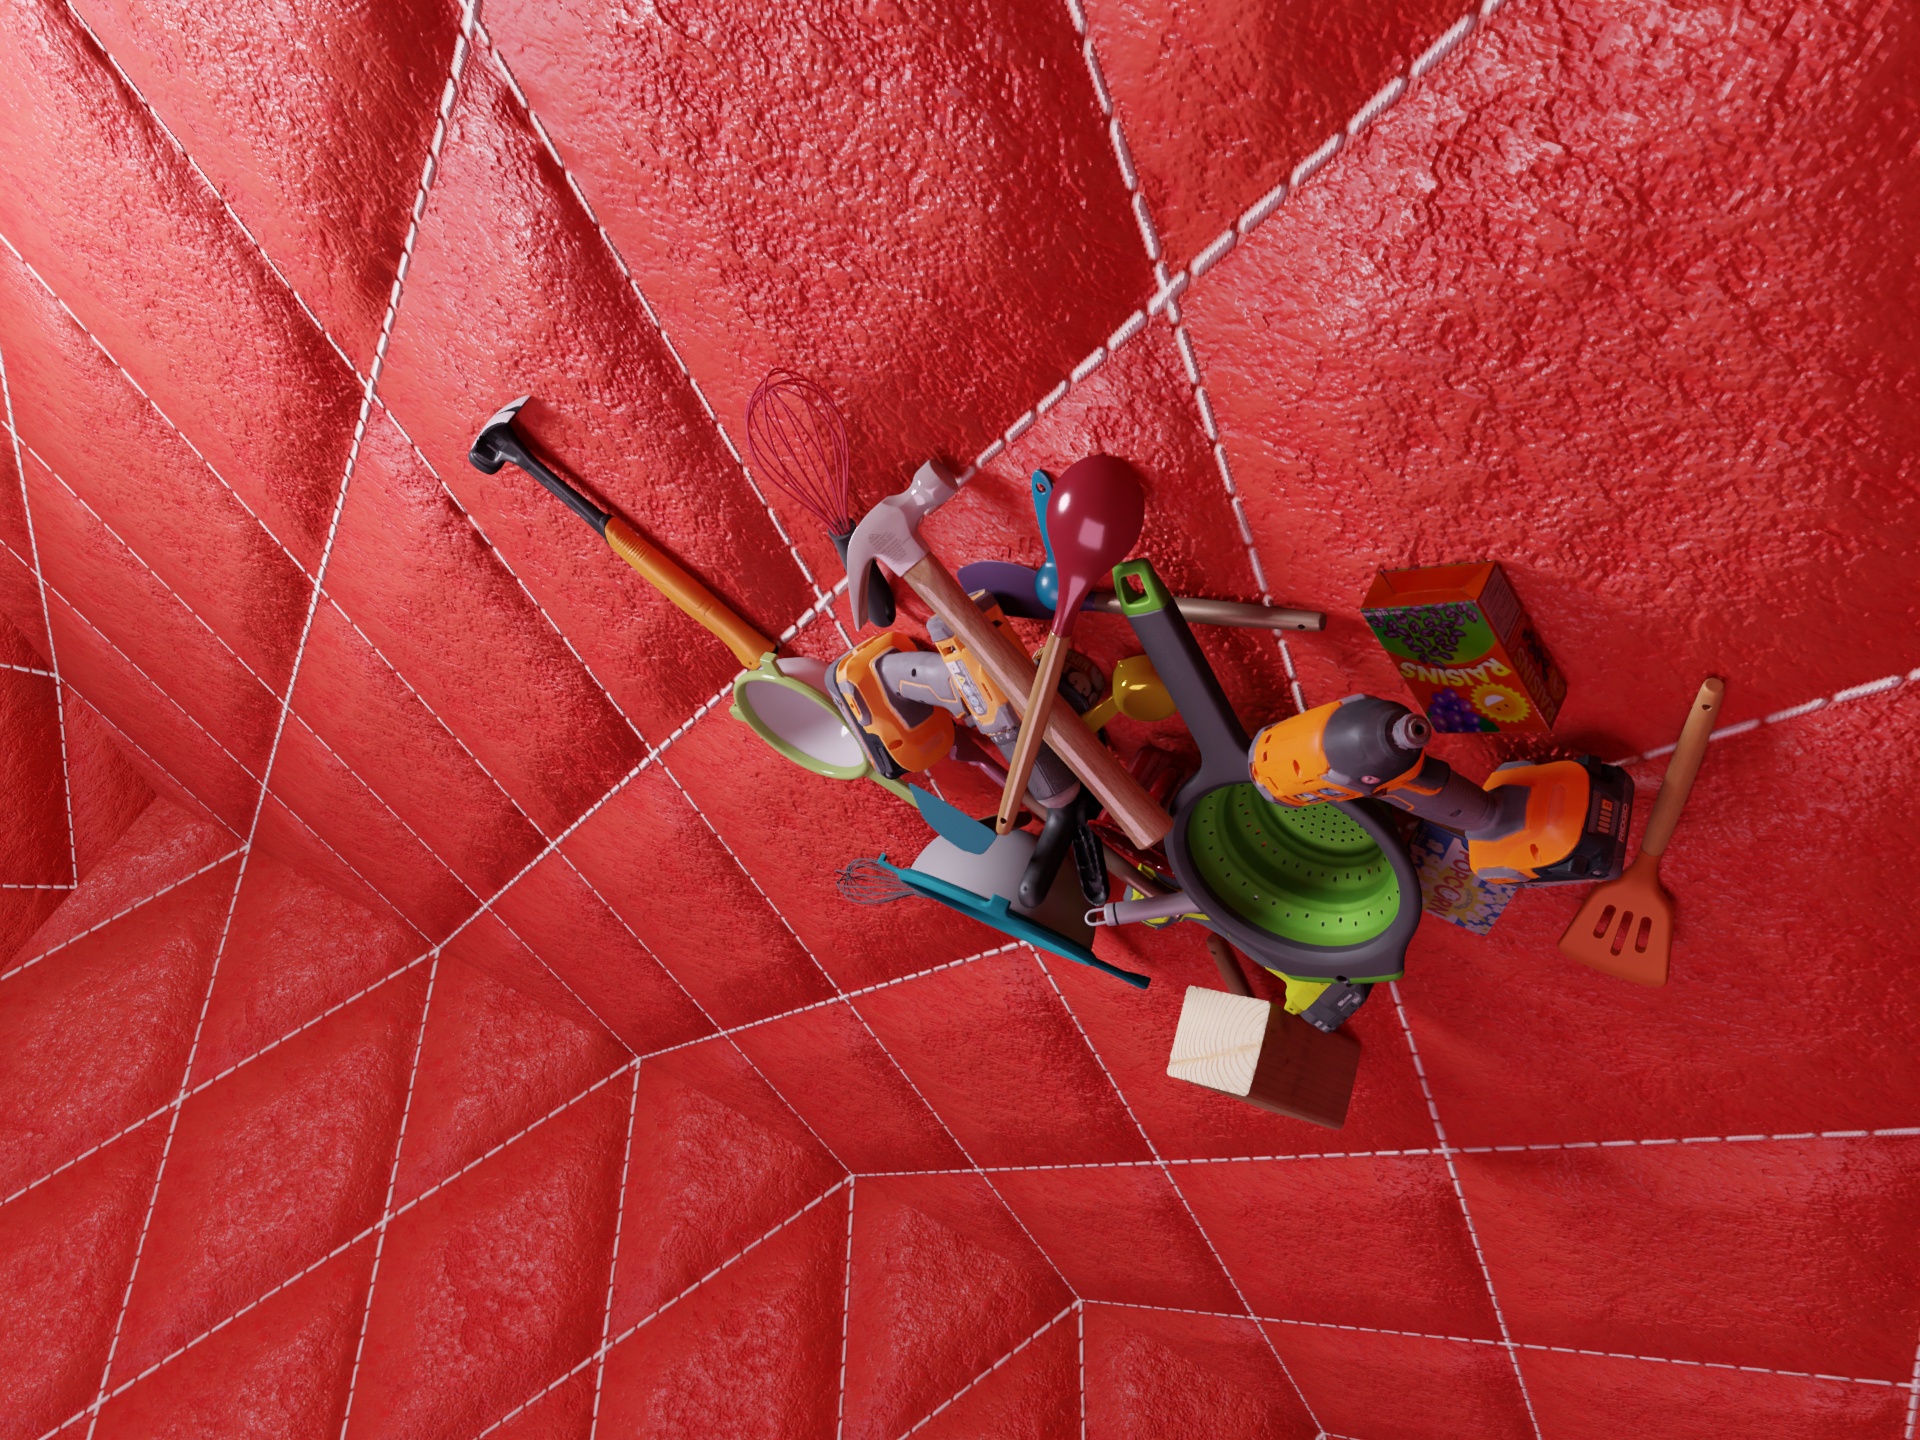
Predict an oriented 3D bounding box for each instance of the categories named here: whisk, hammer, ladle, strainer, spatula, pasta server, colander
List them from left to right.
[{"bbox_3d":[-0.301,-0.162,1.473,0.336,0.034,0.127,40,152,-17],"label":"hammer"},{"bbox_3d":[-0.099,-0.164,1.247,0.073,0.073,0.295,17,154,26],"label":"whisk"},{"bbox_3d":[-0.091,0.014,1.510,0.256,0.069,0.151,33,152,-6],"label":"strainer"},{"bbox_3d":[-0.046,0.184,1.771,0.239,0.055,0.055,1,140,37],"label":"whisk"},{"bbox_3d":[0.026,0.086,1.398,0.082,0.044,0.317,29,-173,14],"label":"spatula"},{"bbox_3d":[0.040,-0.031,1.202,0.130,0.031,0.331,-39,96,21],"label":"hammer"},{"bbox_3d":[0.069,0.084,1.436,0.316,0.040,0.060,37,-175,17],"label":"pasta server"},{"bbox_3d":[0.065,-0.043,1.148,0.069,0.031,0.315,25,124,16],"label":"ladle"},{"bbox_3d":[0.095,0.181,1.593,0.340,0.095,0.211,30,170,-38],"label":"strainer"},{"bbox_3d":[0.124,-0.088,1.186,0.316,0.018,0.059,10,141,37],"label":"spatula"},{"bbox_3d":[0.230,0.144,1.328,0.258,0.087,0.050,-11,160,13],"label":"strainer"},{"bbox_3d":[0.229,0.025,1.199,0.204,0.094,0.396,-9,122,43],"label":"colander"},{"bbox_3d":[0.476,0.081,1.086,0.081,0.041,0.322,20,149,23],"label":"spatula"}]

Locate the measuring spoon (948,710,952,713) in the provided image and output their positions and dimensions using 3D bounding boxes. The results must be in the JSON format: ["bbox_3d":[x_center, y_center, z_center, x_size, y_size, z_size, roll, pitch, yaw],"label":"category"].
[{"bbox_3d":[0.020,-0.010,1.430,0.117,0.011,0.021,8,144,31],"label":"measuring spoon"}]

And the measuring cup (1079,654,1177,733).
[{"bbox_3d":[0.117,0.001,1.269,0.062,0.029,0.156,28,134,-25],"label":"measuring cup"}]

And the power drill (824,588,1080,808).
[{"bbox_3d":[-0.002,-0.004,1.329,0.226,0.084,0.185,-13,110,56],"label":"power drill"}]

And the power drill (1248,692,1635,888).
[{"bbox_3d":[0.325,0.043,1.049,0.226,0.084,0.164,18,166,-14],"label":"power drill"}]

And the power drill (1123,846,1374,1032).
[{"bbox_3d":[0.263,0.175,1.416,0.223,0.080,0.171,31,153,8],"label":"power drill"}]

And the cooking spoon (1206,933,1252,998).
[{"bbox_3d":[0.307,0.315,1.657,0.069,0.017,0.318,11,147,37],"label":"cooking spoon"}]

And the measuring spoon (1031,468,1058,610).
[{"bbox_3d":[0.063,-0.127,1.164,0.042,0.021,0.128,18,142,30],"label":"measuring spoon"}]
